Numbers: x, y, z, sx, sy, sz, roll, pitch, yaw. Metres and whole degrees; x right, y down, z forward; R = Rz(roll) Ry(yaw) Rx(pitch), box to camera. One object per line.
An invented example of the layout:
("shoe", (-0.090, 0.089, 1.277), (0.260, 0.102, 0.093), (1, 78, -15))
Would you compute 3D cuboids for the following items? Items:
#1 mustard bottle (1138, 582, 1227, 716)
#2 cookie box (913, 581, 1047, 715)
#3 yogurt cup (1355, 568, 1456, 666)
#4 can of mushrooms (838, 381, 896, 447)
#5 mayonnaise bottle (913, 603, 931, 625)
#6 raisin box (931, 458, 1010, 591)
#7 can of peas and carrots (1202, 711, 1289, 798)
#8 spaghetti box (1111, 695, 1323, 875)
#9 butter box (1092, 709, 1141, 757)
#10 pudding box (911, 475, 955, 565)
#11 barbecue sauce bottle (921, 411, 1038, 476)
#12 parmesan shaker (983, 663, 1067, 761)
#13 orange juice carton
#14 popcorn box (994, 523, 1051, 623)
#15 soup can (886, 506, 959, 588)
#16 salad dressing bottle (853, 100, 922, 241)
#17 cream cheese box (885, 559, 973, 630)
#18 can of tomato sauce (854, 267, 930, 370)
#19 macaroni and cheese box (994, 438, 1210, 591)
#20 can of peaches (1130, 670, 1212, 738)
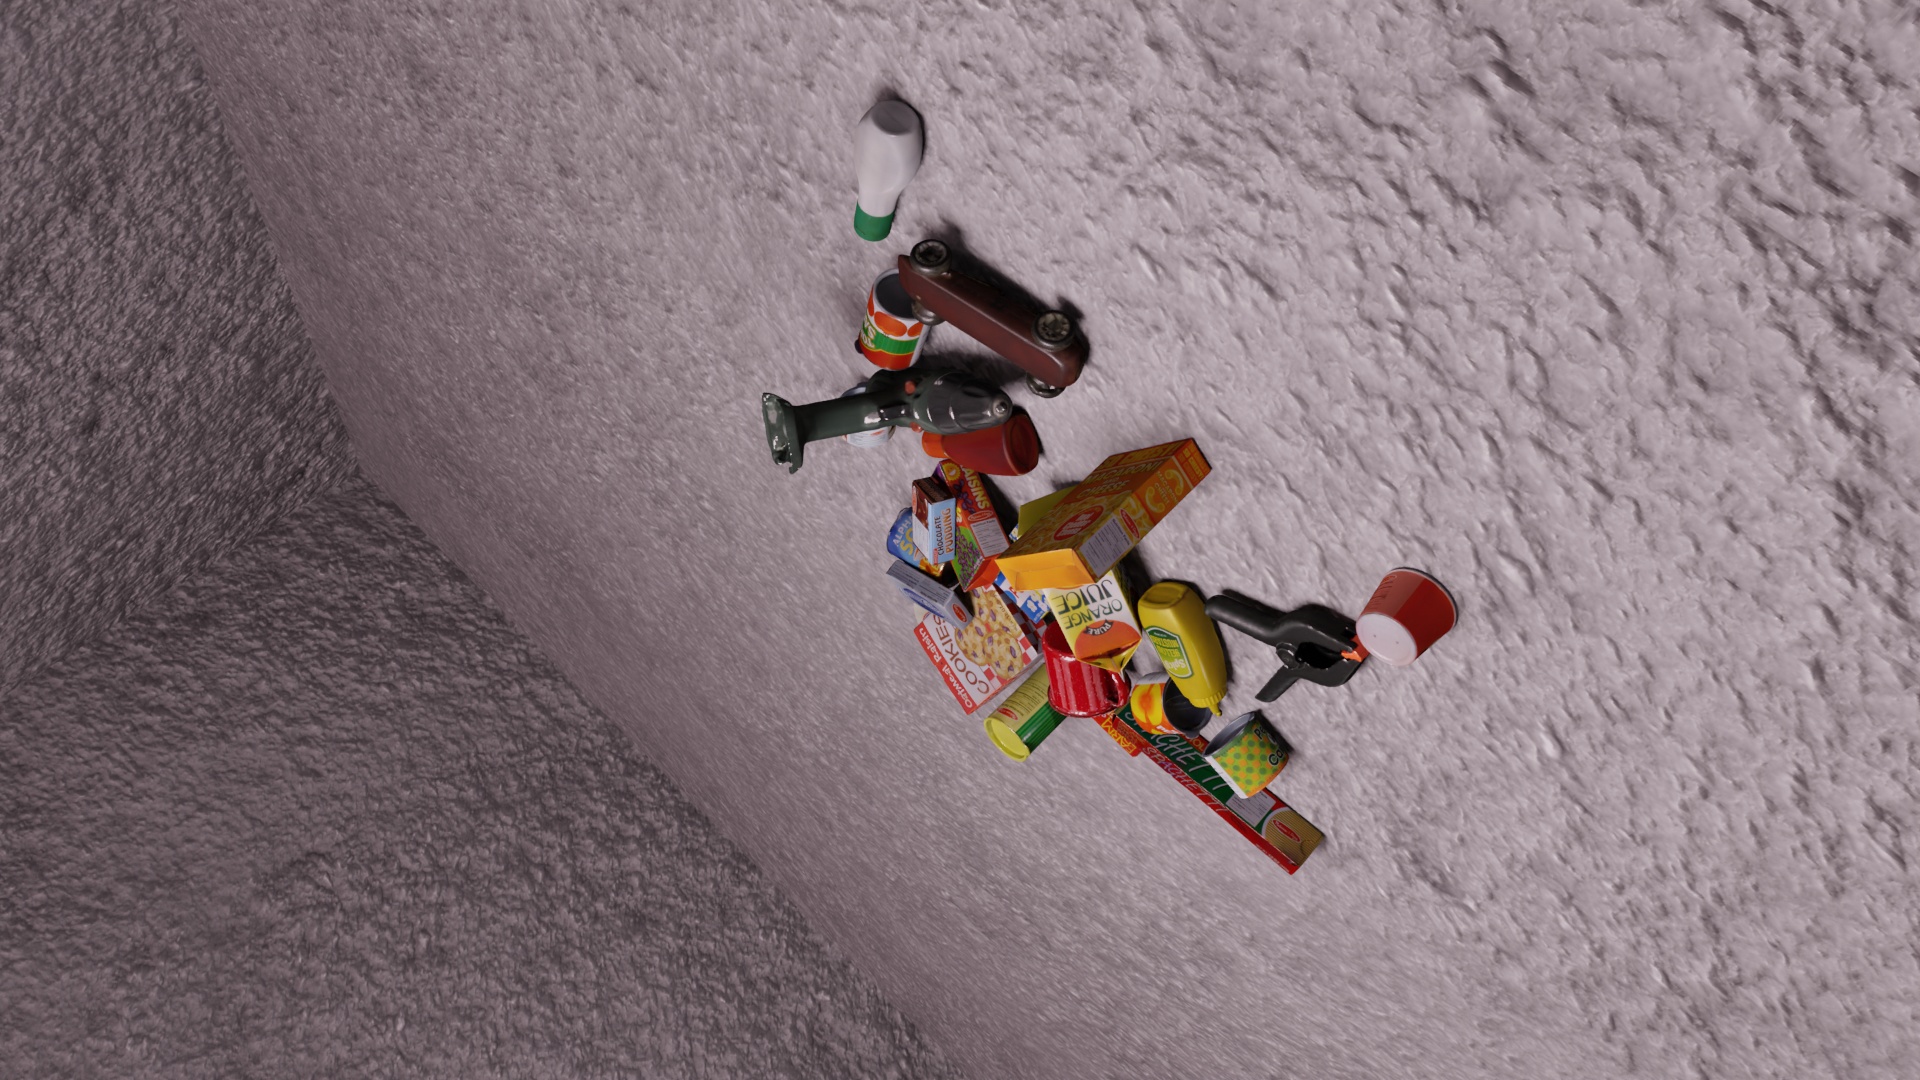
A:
("mustard bottle", (0.230, 0.116, 1.375), (0.065, 0.049, 0.159), (7, 130, 54))
("cookie box", (0.025, 0.112, 1.604), (0.123, 0.040, 0.166), (57, 138, 12))
("yogurt cup", (0.358, 0.064, 1.123), (0.072, 0.054, 0.072), (34, 148, 26))
("can of mushrooms", (-0.103, -0.138, 1.526), (0.071, 0.071, 0.033), (37, 150, 22))
("mayonnaise bottle", (0.007, 0.103, 1.685), (0.148, 0.041, 0.064), (15, 134, 46))
("raisin box", (0.005, -0.019, 1.497), (0.123, 0.040, 0.085), (66, 158, 19))
("can of peas and carrots", (0.289, 0.215, 1.397), (0.059, 0.071, 0.070), (48, 152, 1))
("spaghetti box", (0.271, 0.254, 1.485), (0.250, 0.050, 0.028), (39, 149, 20))
("butter box", (0.175, 0.197, 1.579), (0.103, 0.024, 0.053), (44, 151, 10))
("pudding box", (-0.029, -0.021, 1.481), (0.050, 0.030, 0.083), (50, 148, 46))
("barbecue sauce bottle", (0.016, -0.100, 1.421), (0.148, 0.044, 0.064), (7, 118, 53))
("parmesan shaker", (0.088, 0.202, 1.626), (0.071, 0.103, 0.071), (35, 149, 25))
("orange juice carton", (0.128, 0.047, 1.383), (0.073, 0.072, 0.192), (-21, 114, 15))
("popcorn box", (0.083, 0.028, 1.490), (0.085, 0.038, 0.126), (45, 152, 7))
("soup can", (-0.034, 0.006, 1.599), (0.084, 0.071, 0.071), (33, 148, 27))
("salad dressing bottle", (-0.071, -0.332, 1.264), (0.064, 0.044, 0.147), (42, 152, 10))
("cream cheese box", (-0.035, 0.061, 1.580), (0.104, 0.024, 0.053), (28, 161, 41))
("can of tomato sauce", (-0.063, -0.218, 1.364), (0.071, 0.071, 0.082), (44, 151, 11))
("macaroni and cheese box", (0.126, -0.021, 1.229), (0.040, 0.167, 0.123), (57, 151, -14))
("can of peaches", (0.219, 0.169, 1.435), (0.071, 0.071, 0.058), (55, 152, -10))
